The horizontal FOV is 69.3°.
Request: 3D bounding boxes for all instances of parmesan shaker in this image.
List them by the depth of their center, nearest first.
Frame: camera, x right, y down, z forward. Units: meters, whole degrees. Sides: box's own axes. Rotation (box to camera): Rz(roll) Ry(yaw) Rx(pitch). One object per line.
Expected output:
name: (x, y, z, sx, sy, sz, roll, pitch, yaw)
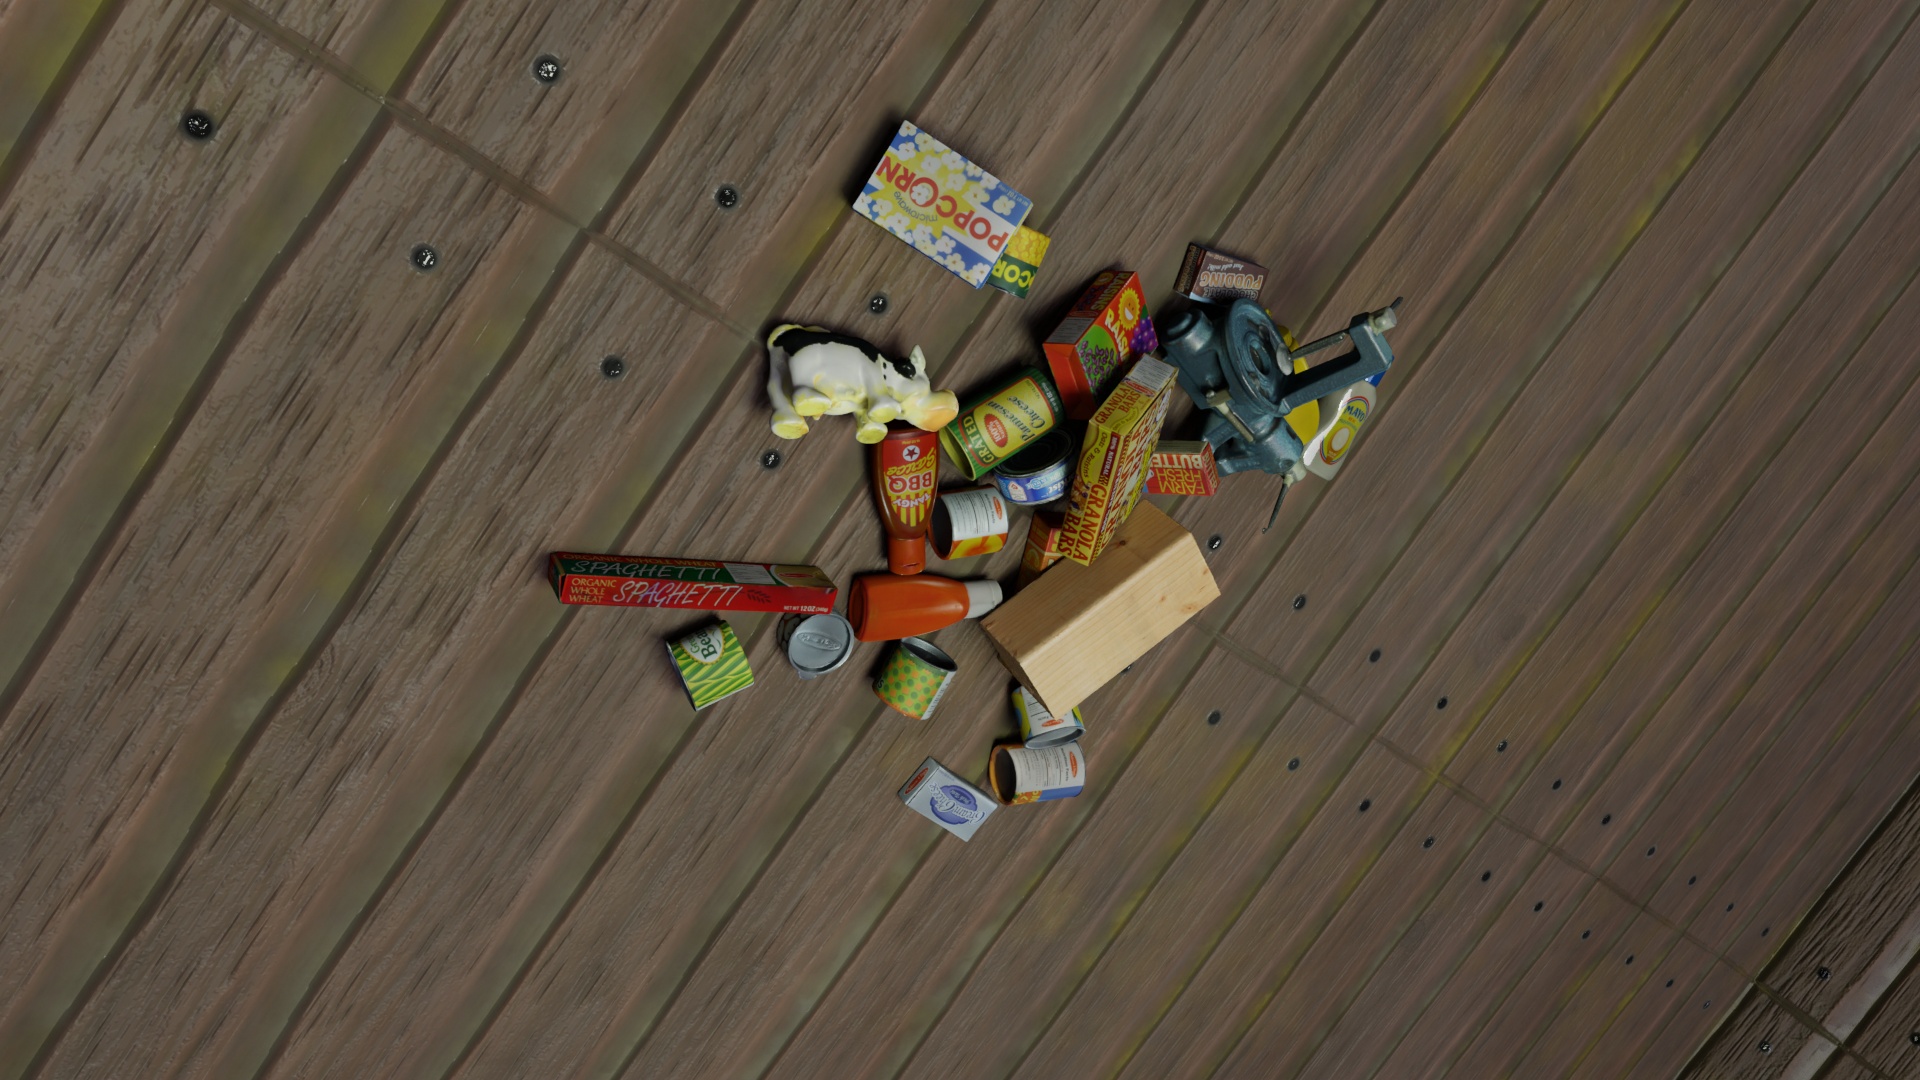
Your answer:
parmesan shaker: (0.035, -0.112, 1.279, 0.103, 0.071, 0.071, -33, 125, -11)

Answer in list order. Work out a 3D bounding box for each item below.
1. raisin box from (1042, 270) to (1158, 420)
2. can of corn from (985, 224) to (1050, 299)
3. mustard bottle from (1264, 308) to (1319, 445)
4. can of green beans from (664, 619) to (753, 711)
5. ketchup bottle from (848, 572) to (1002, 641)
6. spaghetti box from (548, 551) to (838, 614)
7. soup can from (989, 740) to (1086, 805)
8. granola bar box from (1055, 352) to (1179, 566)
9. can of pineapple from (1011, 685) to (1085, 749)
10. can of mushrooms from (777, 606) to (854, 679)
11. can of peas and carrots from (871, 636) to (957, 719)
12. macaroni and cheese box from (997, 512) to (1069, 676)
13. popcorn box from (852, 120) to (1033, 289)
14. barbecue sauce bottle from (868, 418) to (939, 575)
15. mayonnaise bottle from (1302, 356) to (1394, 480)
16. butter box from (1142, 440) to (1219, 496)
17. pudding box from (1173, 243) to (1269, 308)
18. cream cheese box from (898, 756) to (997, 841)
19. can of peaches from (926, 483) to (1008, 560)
raisin box: (0.131, -0.180, 1.280, 0.124, 0.040, 0.085, -52, 133, -34)
can of corn: (0.038, -0.249, 1.209, 0.071, 0.071, 0.058, 16, 105, -33)
mustard bottle: (0.325, -0.168, 1.418, 0.065, 0.049, 0.159, -28, 123, -15)
can of green beans: (-0.225, 0.112, 1.248, 0.058, 0.071, 0.071, -25, 123, -16)
ketchup bottle: (-0.032, 0.061, 1.341, 0.149, 0.043, 0.064, -4, 116, -27)
spaghetti box: (-0.232, 0.038, 1.218, 0.250, 0.050, 0.028, 4, 111, -30)
soup can: (0.080, 0.246, 1.482, 0.084, 0.071, 0.071, -2, 115, -27)
granola bar box: (0.146, -0.073, 1.289, 0.125, 0.039, 0.164, -49, 159, -41)
can of pineapple: (0.090, 0.180, 1.442, 0.071, 0.058, 0.070, -12, 157, -5)
can of mushrooms: (-0.138, 0.093, 1.306, 0.071, 0.033, 0.070, -13, 119, -23)
can of peas and carrots: (-0.047, 0.132, 1.356, 0.071, 0.071, 0.058, 22, 103, -34)
macaroni and cheese box: (0.117, 0.056, 1.421, 0.124, 0.040, 0.165, 1, 113, -29)
popcorn box: (-0.015, -0.277, 1.152, 0.127, 0.038, 0.085, 32, 98, -4)
barbecue sauce bottle: (-0.051, -0.041, 1.280, 0.065, 0.044, 0.147, -10, 118, -19)
mayonnaise bottle: (0.408, -0.140, 1.481, 0.065, 0.041, 0.147, 23, 102, -35)
butter box: (0.199, -0.072, 1.368, 0.024, 0.103, 0.053, -55, 137, -40)
pudding box: (0.254, -0.253, 1.349, 0.084, 0.030, 0.049, 9, 110, -31)
cream cheese box: (-0.012, 0.274, 1.469, 0.053, 0.024, 0.103, -49, 126, 2)
can of peaches: (0.005, -0.016, 1.311, 0.058, 0.071, 0.071, -9, 118, -24)
